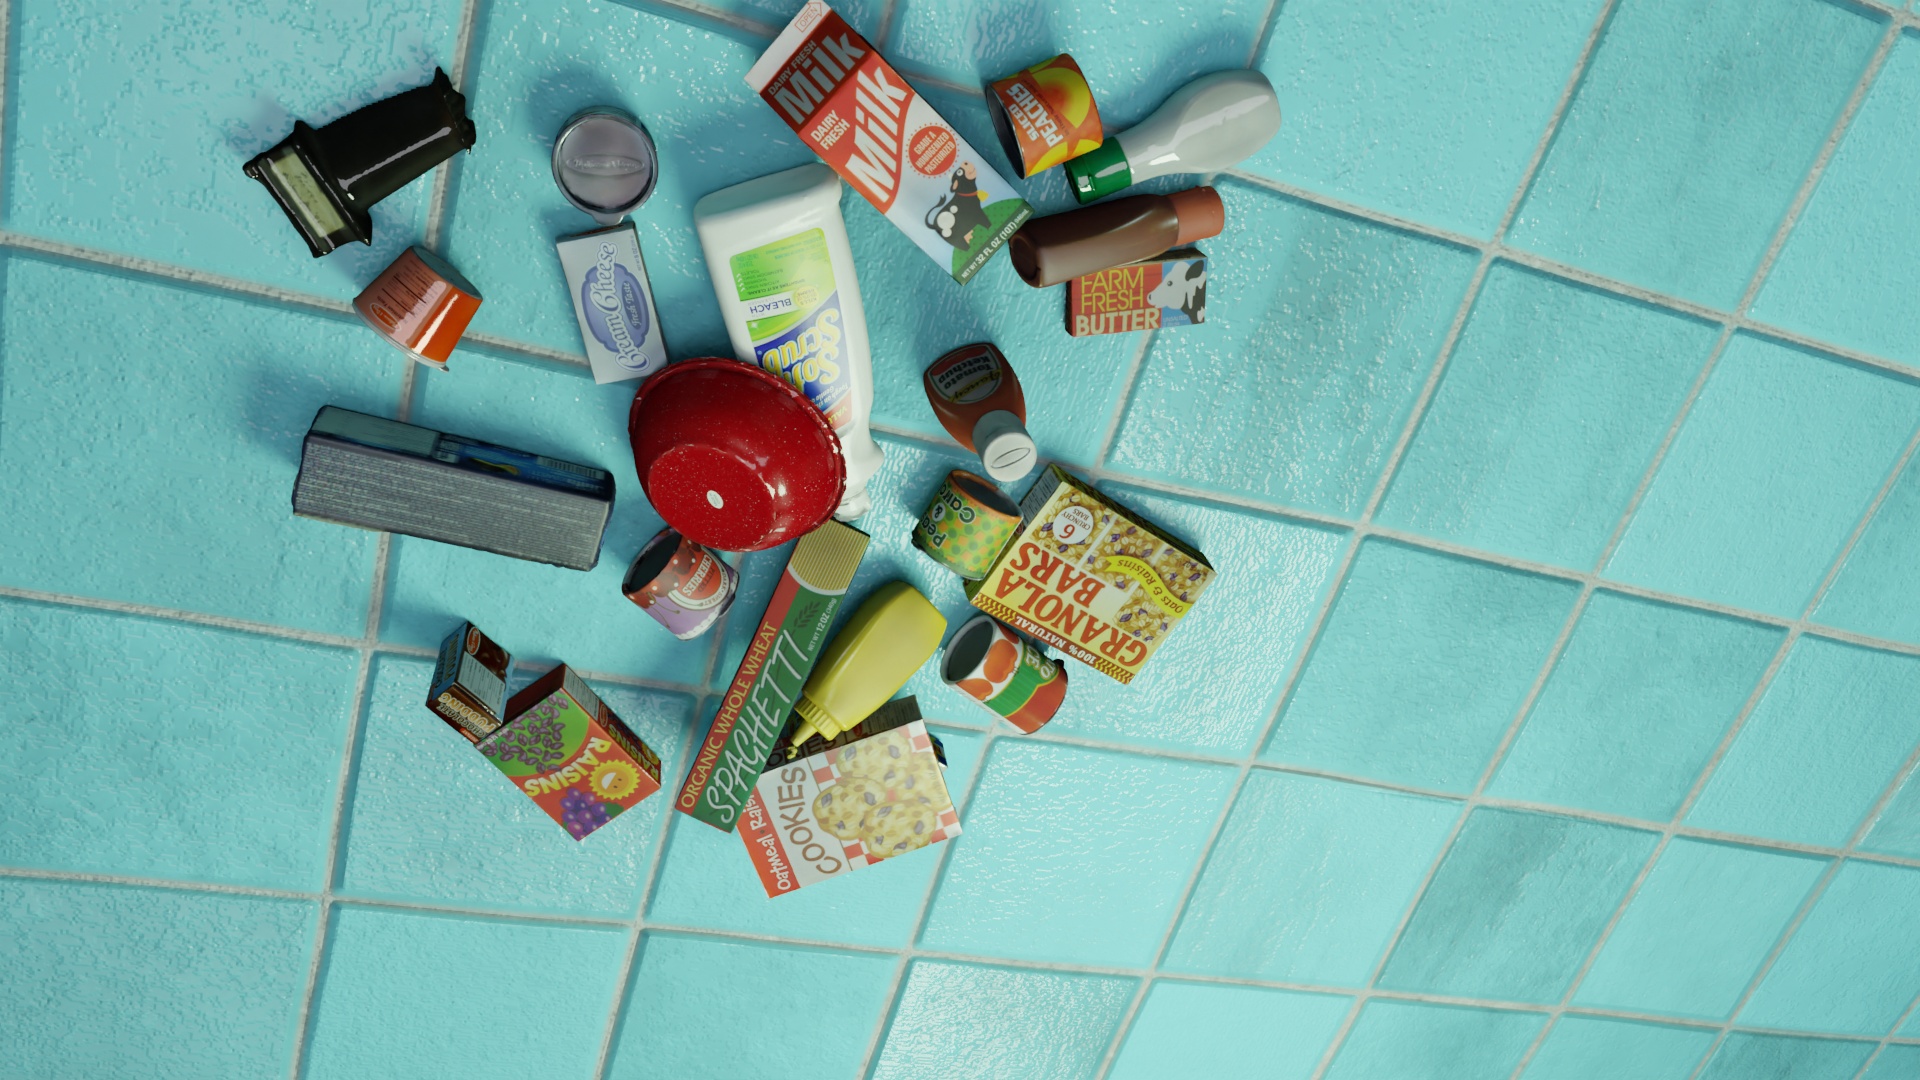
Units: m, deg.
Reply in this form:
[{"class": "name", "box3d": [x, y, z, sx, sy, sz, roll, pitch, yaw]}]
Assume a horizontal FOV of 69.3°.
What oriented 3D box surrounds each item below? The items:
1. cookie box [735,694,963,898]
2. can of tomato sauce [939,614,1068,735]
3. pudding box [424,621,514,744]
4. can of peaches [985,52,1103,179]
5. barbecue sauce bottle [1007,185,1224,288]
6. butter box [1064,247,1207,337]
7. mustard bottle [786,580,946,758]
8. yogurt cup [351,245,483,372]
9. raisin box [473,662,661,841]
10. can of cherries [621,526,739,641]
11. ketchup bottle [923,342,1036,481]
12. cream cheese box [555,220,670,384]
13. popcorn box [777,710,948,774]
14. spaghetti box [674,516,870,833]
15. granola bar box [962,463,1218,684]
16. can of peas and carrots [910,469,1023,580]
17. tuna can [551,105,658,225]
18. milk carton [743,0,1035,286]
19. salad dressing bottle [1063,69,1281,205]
[{"class": "cookie box", "box3d": [-0.096, 0.205, 1.110, 0.167, 0.040, 0.122, -18, 119, -3]}, {"class": "can of tomato sauce", "box3d": [0.036, 0.107, 1.121, 0.083, 0.071, 0.071, 37, 104, -26]}, {"class": "pudding box", "box3d": [-0.357, 0.103, 1.014, 0.030, 0.084, 0.049, -36, 120, 10]}, {"class": "can of peaches", "box3d": [0.056, -0.281, 0.919, 0.058, 0.071, 0.071, -23, 120, -2]}, {"class": "barbecue sauce bottle", "box3d": [0.112, -0.216, 0.974, 0.149, 0.065, 0.043, -17, 122, -14]}, {"class": "butter box", "box3d": [0.127, -0.181, 1.015, 0.104, 0.024, 0.053, -8, 118, -10]}, {"class": "mustard bottle", "box3d": [-0.082, 0.104, 1.071, 0.160, 0.049, 0.065, -47, 113, -13]}, {"class": "yogurt cup", "box3d": [-0.347, -0.152, 0.895, 0.072, 0.072, 0.054, 38, 96, -27]}, {"class": "raisin box", "box3d": [-0.305, 0.167, 1.086, 0.086, 0.040, 0.123, -34, 118, 5]}, {"class": "can of cherries", "box3d": [-0.205, 0.030, 1.020, 0.071, 0.072, 0.058, -41, 118, 10]}, {"class": "ketchup bottle", "box3d": [0.018, -0.089, 0.965, 0.065, 0.149, 0.043, -25, 122, 1]}, {"class": "cream cheese box", "box3d": [-0.234, -0.160, 0.940, 0.053, 0.024, 0.103, -12, 119, -5]}, {"class": "popcorn box", "box3d": [-0.085, 0.177, 1.144, 0.126, 0.038, 0.085, 35, 105, -27]}, {"class": "spaghetti box", "box3d": [-0.141, 0.099, 1.044, 0.050, 0.028, 0.250, 25, 90, -5]}, {"class": "granola bar box", "box3d": [0.103, 0.029, 1.111, 0.165, 0.039, 0.124, 29, 107, -25]}, {"class": "can of peas and carrots", "box3d": [0.004, -0.013, 1.049, 0.071, 0.071, 0.058, 25, 108, -24]}, {"class": "tuna can", "box3d": [-0.228, -0.241, 0.893, 0.071, 0.033, 0.070, -6, 118, -10]}, {"class": "milk carton", "box3d": [-0.046, -0.260, 0.904, 0.190, 0.074, 0.072, 38, 104, -27]}, {"class": "salad dressing bottle", "box3d": [0.145, -0.276, 0.959, 0.148, 0.044, 0.064, -22, 122, 0]}]
